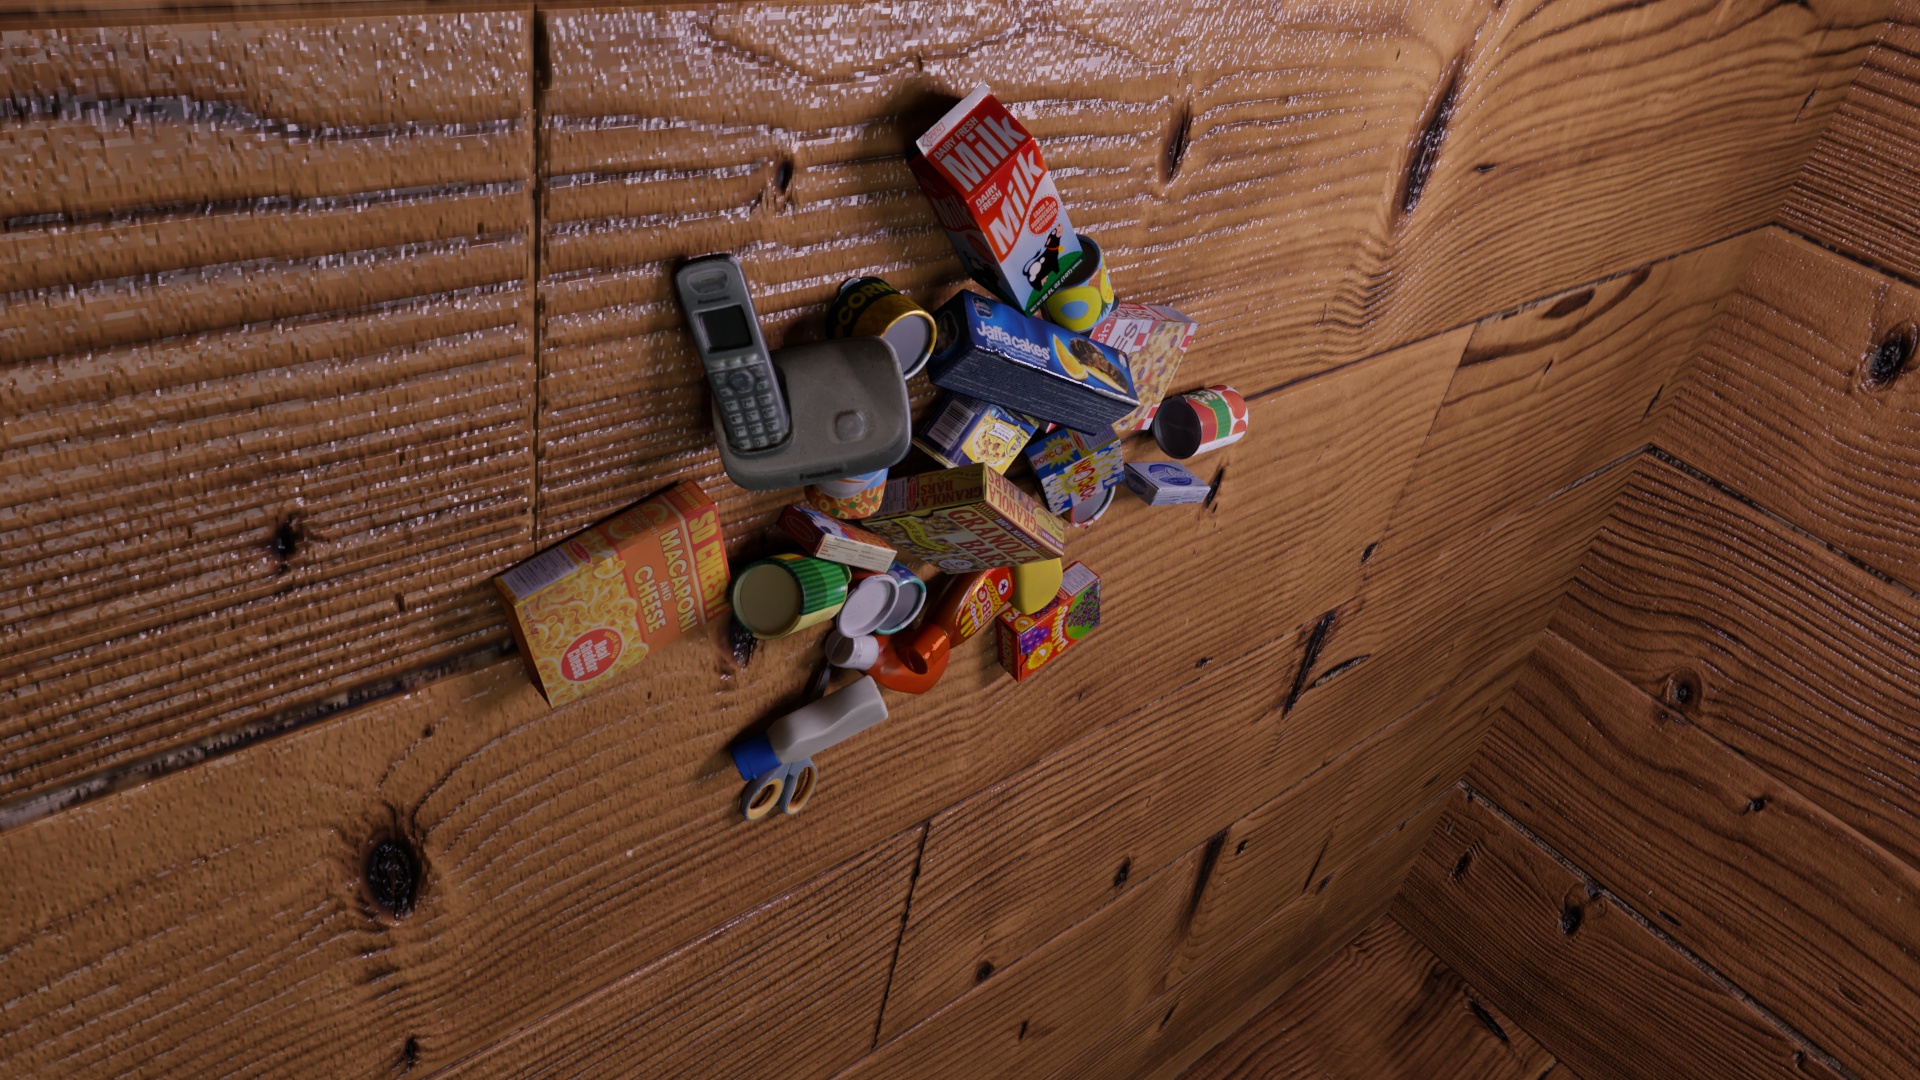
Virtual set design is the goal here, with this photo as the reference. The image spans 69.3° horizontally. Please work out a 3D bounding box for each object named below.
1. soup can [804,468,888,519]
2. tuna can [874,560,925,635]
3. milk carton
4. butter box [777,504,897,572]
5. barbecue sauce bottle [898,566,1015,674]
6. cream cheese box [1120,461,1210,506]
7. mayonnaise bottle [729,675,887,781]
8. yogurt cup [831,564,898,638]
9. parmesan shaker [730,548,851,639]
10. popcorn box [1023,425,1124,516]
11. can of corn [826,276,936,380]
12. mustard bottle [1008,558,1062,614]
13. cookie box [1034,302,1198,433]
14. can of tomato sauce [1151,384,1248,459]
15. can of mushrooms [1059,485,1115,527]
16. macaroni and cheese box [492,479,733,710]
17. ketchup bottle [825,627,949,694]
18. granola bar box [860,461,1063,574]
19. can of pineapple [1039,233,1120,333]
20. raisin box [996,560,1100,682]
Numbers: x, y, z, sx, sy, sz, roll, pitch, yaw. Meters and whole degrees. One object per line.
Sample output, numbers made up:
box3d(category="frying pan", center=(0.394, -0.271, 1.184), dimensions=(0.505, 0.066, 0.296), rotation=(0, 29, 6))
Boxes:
box3d(category="soup can", center=(-0.091, -0.068, 1.131), dimensions=(0.071, 0.071, 0.083), rotation=(-19, 136, -38))
box3d(category="tuna can", center=(-0.068, 0.054, 1.312), dimensions=(0.071, 0.033, 0.070), rotation=(-31, 143, -27))
box3d(category="milk carton", center=(0.025, -0.264, 1.069), dimensions=(0.072, 0.073, 0.190), rotation=(-45, 146, -6))
box3d(category="butter box", center=(-0.105, -0.001, 1.196), dimensions=(0.103, 0.053, 0.024), rotation=(16, 108, -55))
box3d(category="barbecue sauce bottle", center=(-0.004, 0.071, 1.360), dimensions=(0.149, 0.044, 0.064), rotation=(-45, 136, -36))
box3d(category="cream cheese box", center=(0.224, -0.063, 1.521), dimensions=(0.104, 0.053, 0.024), rotation=(-5, 128, -47))
box3d(category="mayonnaise bottle", center=(-0.143, 0.178, 1.309), dimensions=(0.148, 0.041, 0.064), rotation=(-25, 156, -8))
box3d(category="yogurt cup", center=(-0.098, 0.046, 1.249), dimensions=(0.073, 0.054, 0.072), rotation=(-30, 142, -27))
box3d(category="parmesan shaker", center=(-0.139, 0.041, 1.149), dimensions=(0.071, 0.071, 0.103), rotation=(-57, 171, 11))
box3d(category="popcorn box", center=(0.112, -0.073, 1.344), dimensions=(0.085, 0.038, 0.126), rotation=(-27, 162, 1))
box3d(category="can of corn", center=(-0.062, -0.164, 1.080), dimensions=(0.071, 0.058, 0.070), rotation=(-31, 143, -27))
box3d(category="mustard bottle", center=(0.067, 0.008, 1.411), dimensions=(0.065, 0.049, 0.159), rotation=(-36, 144, -22))
box3d(category="cookie box", center=(0.144, -0.167, 1.338), dimensions=(0.168, 0.040, 0.122), rotation=(-7, 128, -48))
box3d(category="can of tomato sauce", center=(0.257, -0.129, 1.484), dimensions=(0.083, 0.071, 0.070), rotation=(-19, 136, -39))
box3d(category="can of mushrooms", center=(0.125, -0.048, 1.438), dimensions=(0.071, 0.033, 0.070), rotation=(-31, 143, -26))
box3d(category="macaroni and cheese box", center=(-0.260, 0.040, 1.065), dimensions=(0.167, 0.040, 0.123), rotation=(-31, 143, -26))
box3d(category="ketchup bottle", center=(-0.072, 0.113, 1.356), dimensions=(0.149, 0.043, 0.064), rotation=(19, 105, -55))
box3d(category="granola bar box", center=(0.004, -0.016, 1.254), dimensions=(0.165, 0.124, 0.039), rotation=(33, 53, -57))
box3d(category="can of pineapple", center=(0.098, -0.223, 1.201), dimensions=(0.071, 0.071, 0.057), rotation=(-43, 146, -11))
box3d(category="raisin box", center=(0.099, 0.090, 1.539), dimensions=(0.124, 0.040, 0.085), rotation=(-33, 144, -23))
